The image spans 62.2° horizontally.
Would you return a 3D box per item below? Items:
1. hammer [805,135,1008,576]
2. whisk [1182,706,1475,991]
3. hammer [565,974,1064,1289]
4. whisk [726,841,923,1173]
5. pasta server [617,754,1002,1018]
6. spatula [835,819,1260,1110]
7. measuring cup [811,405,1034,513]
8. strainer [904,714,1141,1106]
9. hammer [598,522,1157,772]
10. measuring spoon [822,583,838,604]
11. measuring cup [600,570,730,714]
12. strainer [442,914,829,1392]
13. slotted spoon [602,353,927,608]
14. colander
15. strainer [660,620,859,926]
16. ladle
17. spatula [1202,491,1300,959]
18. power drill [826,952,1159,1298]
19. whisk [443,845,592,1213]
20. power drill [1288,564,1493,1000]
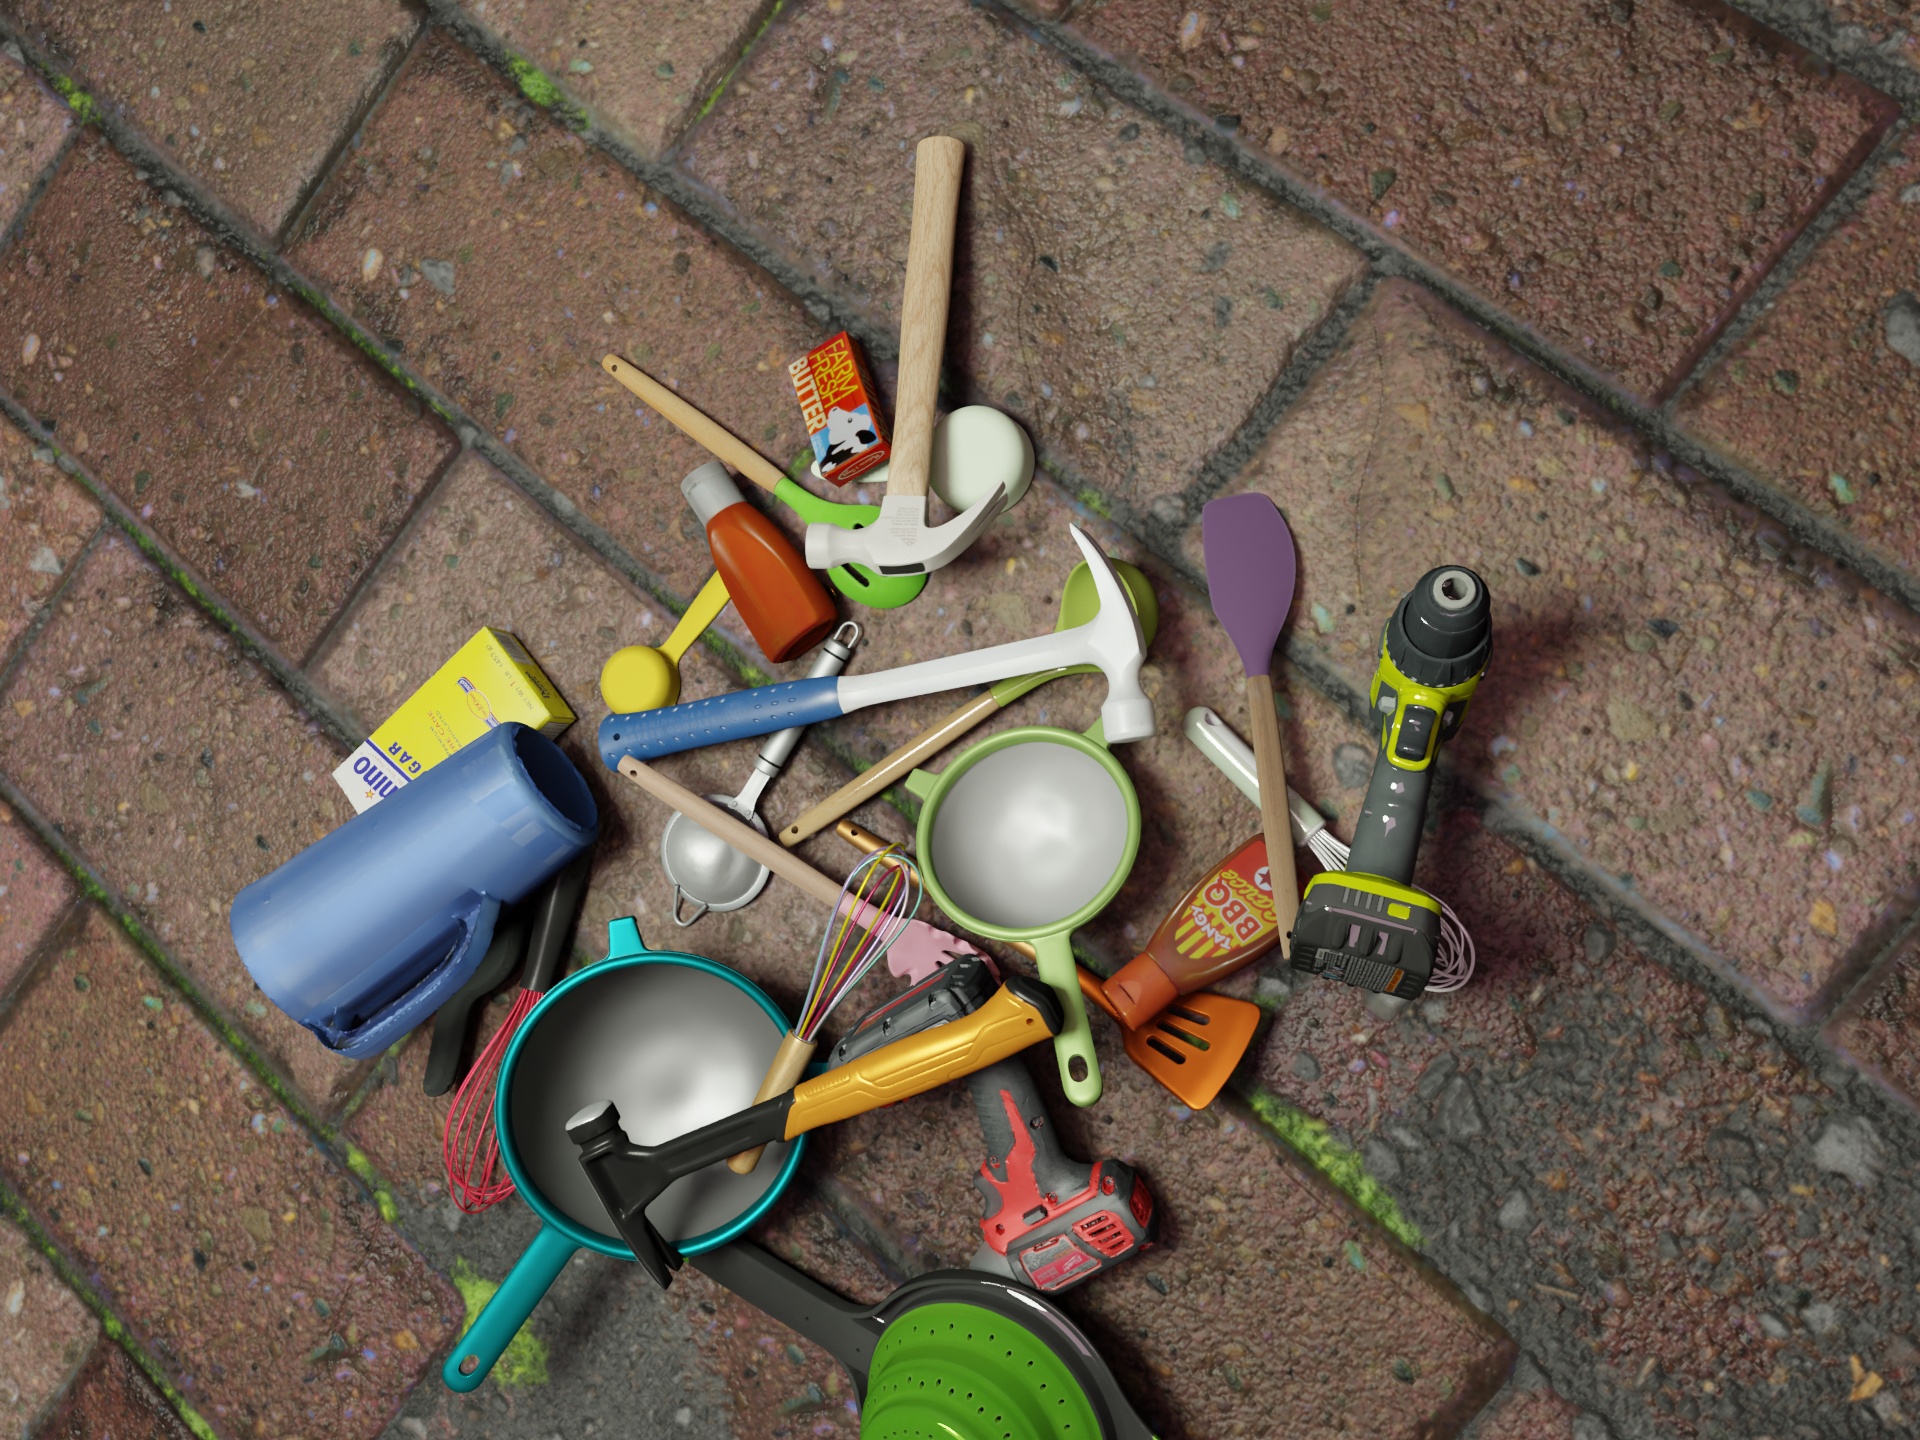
[{"bbox_3d":[-0.024,-0.257,1.099,0.130,0.031,0.331,3,74,8],"label":"hammer"},{"bbox_3d":[0.233,0.078,1.027,0.246,0.058,0.059,46,129,19],"label":"whisk"},{"bbox_3d":[-0.084,0.247,1.001,0.337,0.034,0.127,-26,96,16],"label":"hammer"},{"bbox_3d":[-0.091,0.190,1.051,0.051,0.047,0.245,26,95,-8],"label":"whisk"},{"bbox_3d":[-0.106,0.113,1.100,0.316,0.040,0.060,32,105,4],"label":"pasta server"},{"bbox_3d":[0.046,0.149,1.078,0.323,0.041,0.081,30,72,18],"label":"spatula"},{"bbox_3d":[-0.032,-0.184,1.127,0.167,0.038,0.083,1,86,15],"label":"measuring cup"},{"bbox_3d":[0.060,0.130,1.038,0.151,0.069,0.257,-17,62,9],"label":"strainer"},{"bbox_3d":[-0.070,-0.025,1.083,0.405,0.035,0.144,-11,81,22],"label":"hammer"},{"bbox_3d":[-0.129,-0.122,1.167,0.117,0.011,0.021,44,122,18],"label":"measuring spoon"},{"bbox_3d":[-0.209,-0.066,1.175,0.062,0.029,0.156,41,97,15],"label":"measuring cup"},{"bbox_3d":[-0.246,0.309,1.107,0.211,0.095,0.340,36,90,-7],"label":"strainer"},{"bbox_3d":[-0.152,-0.184,1.170,0.314,0.031,0.070,37,107,17],"label":"slotted spoon"},{"bbox_3d":[-0.067,0.436,1.041,0.397,0.094,0.204,22,111,23],"label":"colander"},{"bbox_3d":[-0.145,0.039,1.145,0.087,0.050,0.258,32,92,10],"label":"strainer"},{"bbox_3d":[-0.002,-0.003,1.094,0.320,0.062,0.078,-34,68,12],"label":"ladle"},{"bbox_3d":[0.199,-0.004,1.029,0.060,0.018,0.316,-8,72,14],"label":"spatula"},{"bbox_3d":[0.016,0.279,1.043,0.143,0.078,0.219,-34,92,18],"label":"power drill"},{"bbox_3d":[-0.319,0.217,1.173,0.073,0.073,0.296,12,84,17],"label":"whisk"},{"bbox_3d":[0.257,0.033,0.921,0.080,0.190,0.229,14,75,14],"label":"power drill"}]
